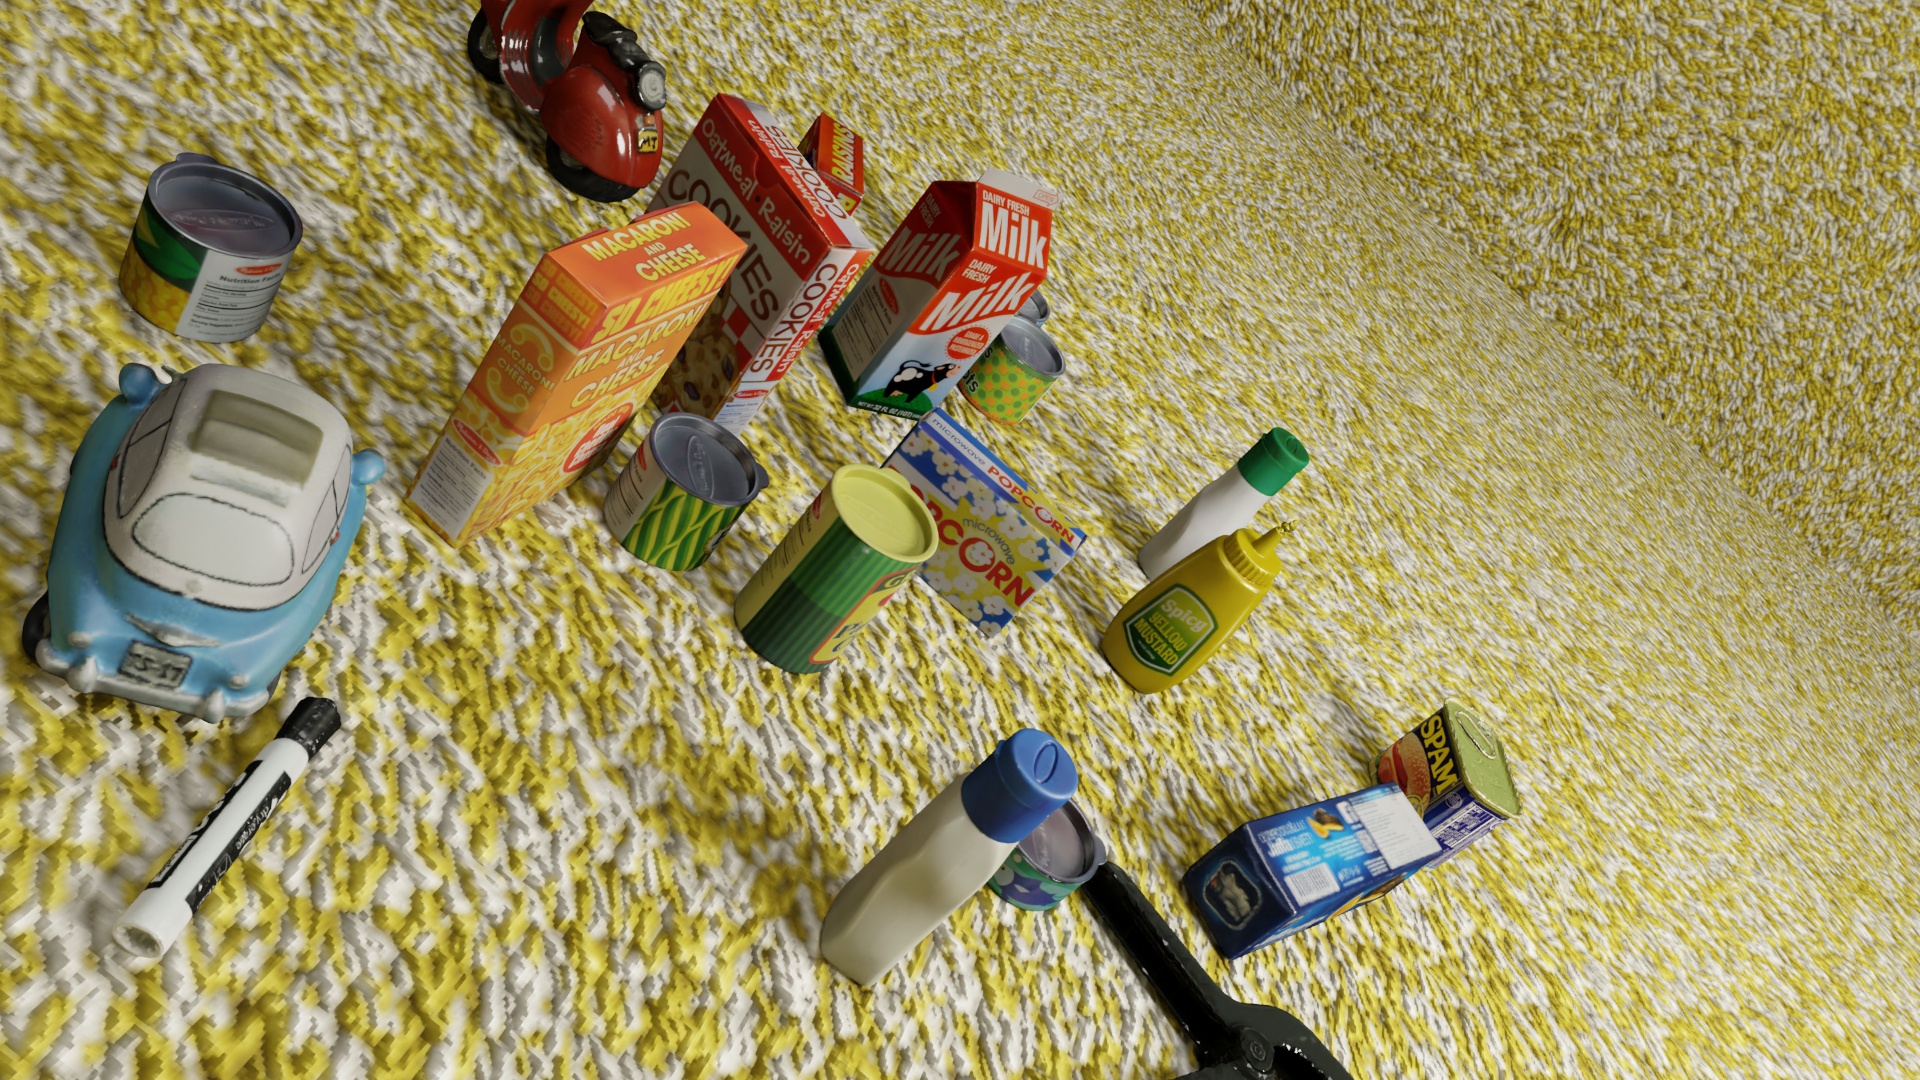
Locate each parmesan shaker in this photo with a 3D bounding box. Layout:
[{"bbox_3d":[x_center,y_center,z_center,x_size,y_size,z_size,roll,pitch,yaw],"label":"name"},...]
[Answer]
[{"bbox_3d":[-0.067,0.015,0.747,0.071,0.102,0.072,28,35,-21],"label":"parmesan shaker"}]

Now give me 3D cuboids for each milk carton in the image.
[{"bbox_3d":[-0.011,-0.174,0.950,0.072,0.189,0.074,8,45,-42],"label":"milk carton"}]

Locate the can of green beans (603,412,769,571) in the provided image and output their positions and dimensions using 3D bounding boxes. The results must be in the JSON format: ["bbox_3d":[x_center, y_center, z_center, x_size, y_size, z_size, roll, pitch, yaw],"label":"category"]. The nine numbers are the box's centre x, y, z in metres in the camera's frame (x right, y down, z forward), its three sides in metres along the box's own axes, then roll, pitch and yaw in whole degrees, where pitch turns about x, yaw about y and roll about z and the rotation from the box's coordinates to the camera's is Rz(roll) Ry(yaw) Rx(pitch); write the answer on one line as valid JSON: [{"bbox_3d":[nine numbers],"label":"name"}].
[{"bbox_3d":[-0.150,-0.026,0.749,0.071,0.057,0.071,28,35,-21],"label":"can of green beans"}]

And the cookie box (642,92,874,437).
[{"bbox_3d":[-0.139,-0.153,0.810,0.040,0.166,0.123,-12,60,-53],"label":"cookie box"}]

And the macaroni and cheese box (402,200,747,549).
[{"bbox_3d":[-0.187,-0.082,0.676,0.040,0.165,0.124,42,32,0],"label":"macaroni and cheese box"}]

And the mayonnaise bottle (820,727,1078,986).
[{"bbox_3d":[-0.006,0.140,0.622,0.041,0.147,0.065,40,32,-4],"label":"mayonnaise bottle"}]

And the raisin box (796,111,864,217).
[{"bbox_3d":[-0.114,-0.221,0.959,0.040,0.123,0.086,26,35,-24],"label":"raisin box"}]

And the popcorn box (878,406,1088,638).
[{"bbox_3d":[0.003,-0.011,0.869,0.126,0.085,0.038,41,32,-1],"label":"popcorn box"}]

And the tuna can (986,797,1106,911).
[{"bbox_3d":[0.042,0.165,0.751,0.071,0.032,0.071,28,35,-21],"label":"tuna can"}]

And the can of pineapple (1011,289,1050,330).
[{"bbox_3d":[0.029,-0.180,1.124,0.071,0.057,0.071,28,35,-21],"label":"can of pineapple"}]

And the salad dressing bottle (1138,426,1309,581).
[{"bbox_3d":[0.194,-0.023,1.028,0.044,0.147,0.064,41,32,-2],"label":"salad dressing bottle"}]

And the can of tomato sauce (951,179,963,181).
[{"bbox_3d":[-0.005,-0.239,1.134,0.071,0.082,0.071,28,35,-21],"label":"can of tomato sauce"}]

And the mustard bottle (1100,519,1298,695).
[{"bbox_3d":[0.161,0.036,0.912,0.065,0.159,0.049,47,32,7],"label":"mustard bottle"}]

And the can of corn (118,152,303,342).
[{"bbox_3d":[-0.358,-0.139,0.662,0.071,0.058,0.071,28,35,-21],"label":"can of corn"}]

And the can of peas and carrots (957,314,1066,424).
[{"bbox_3d":[0.037,-0.133,1.075,0.071,0.058,0.071,28,35,-21],"label":"can of peas and carrots"}]
